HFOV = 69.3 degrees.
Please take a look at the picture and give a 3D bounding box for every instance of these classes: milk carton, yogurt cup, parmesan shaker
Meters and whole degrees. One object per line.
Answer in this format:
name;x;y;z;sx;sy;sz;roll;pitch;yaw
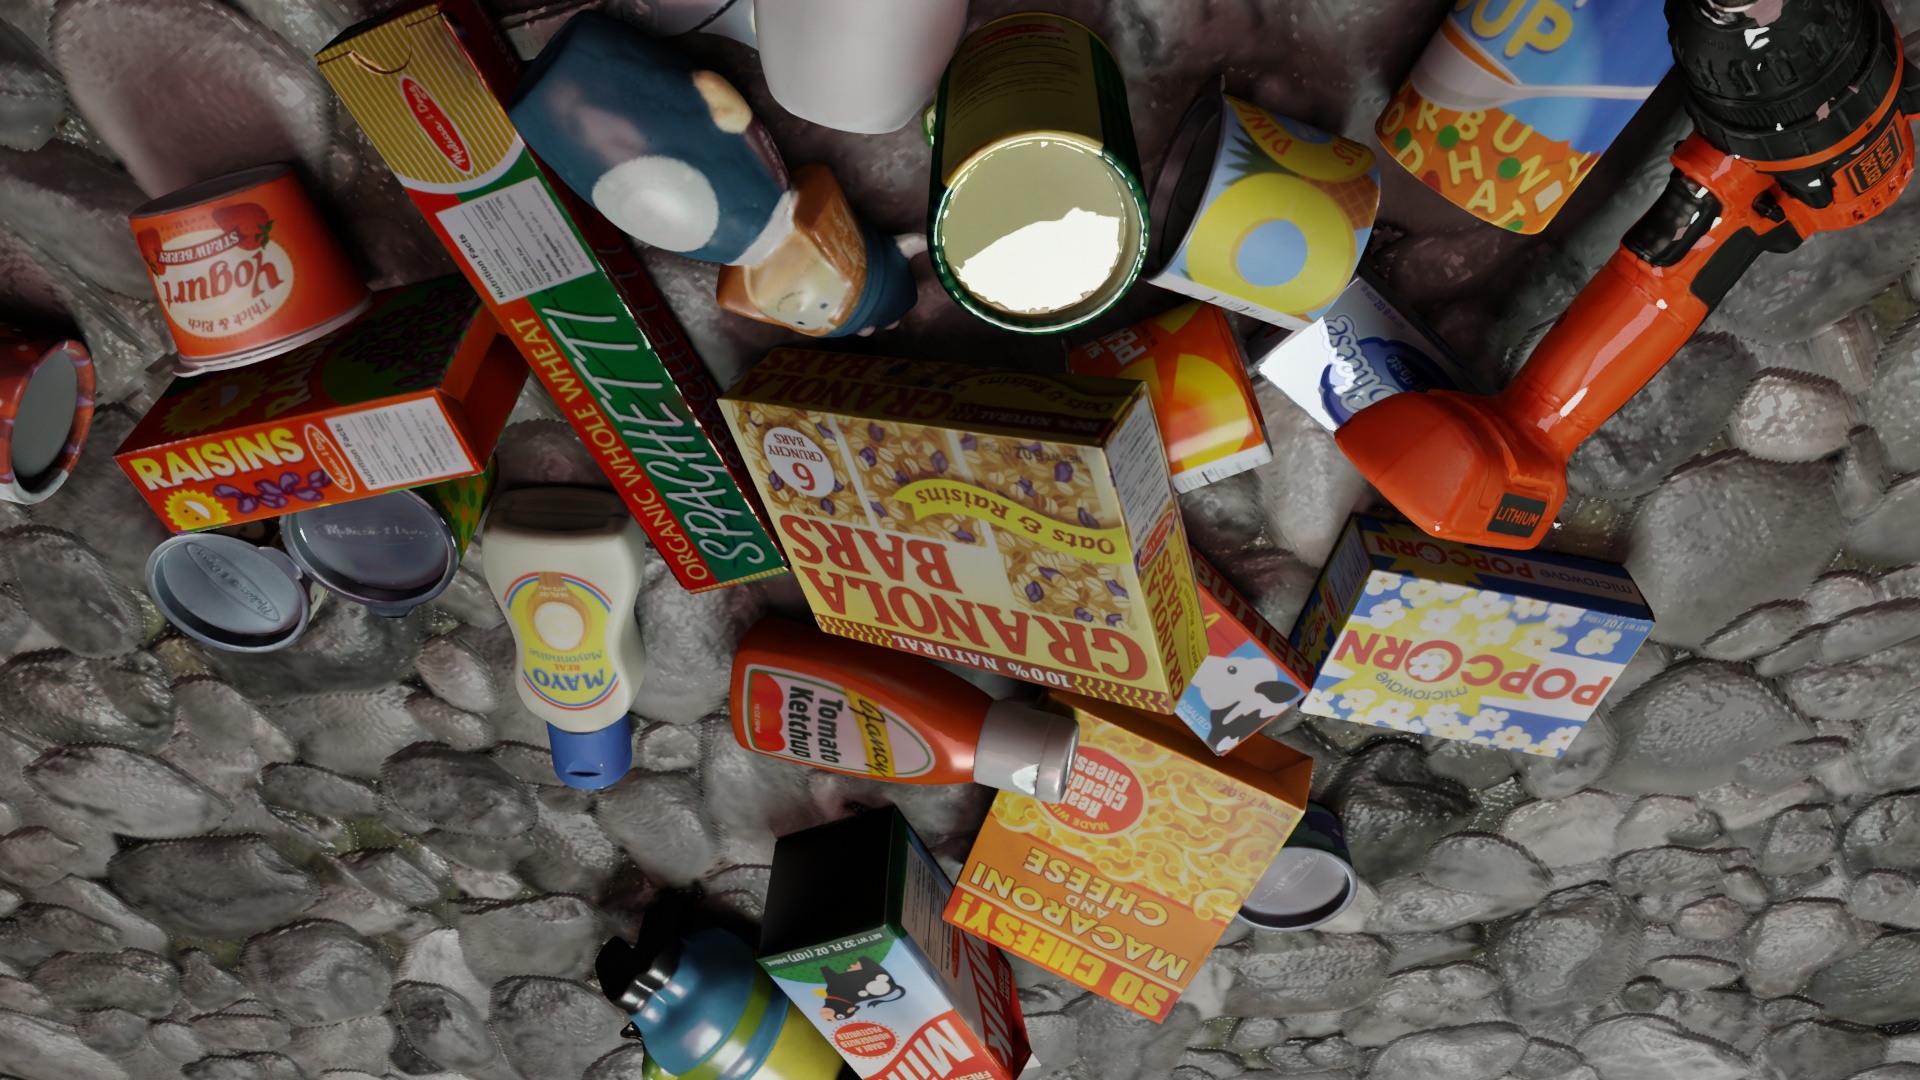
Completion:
milk carton;-0.026;0.233;0.726;0.072;0.074;0.189;-20;125;16
yogurt cup;-0.250;-0.098;0.487;0.072;0.073;0.053;-10;119;9
parmesan shaker;0.021;-0.117;0.438;0.071;0.103;0.071;1;128;1

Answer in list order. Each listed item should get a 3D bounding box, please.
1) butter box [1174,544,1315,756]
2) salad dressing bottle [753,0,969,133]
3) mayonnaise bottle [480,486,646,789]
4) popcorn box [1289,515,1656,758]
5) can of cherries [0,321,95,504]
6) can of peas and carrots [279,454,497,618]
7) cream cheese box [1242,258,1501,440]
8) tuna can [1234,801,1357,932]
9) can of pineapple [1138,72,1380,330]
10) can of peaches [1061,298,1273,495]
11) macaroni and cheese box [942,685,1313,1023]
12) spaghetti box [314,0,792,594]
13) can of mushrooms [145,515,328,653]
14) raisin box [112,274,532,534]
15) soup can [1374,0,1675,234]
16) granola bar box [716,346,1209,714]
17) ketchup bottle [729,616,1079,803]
butter box;0.094;0.038;0.584;0.103;0.024;0.053;44;119;-4
salad dressing bottle;-0.021;-0.195;0.399;0.064;0.044;0.146;13;122;-6
mayonnaise bottle;-0.167;0.046;0.607;0.065;0.041;0.147;2;127;-2
popcorn box;0.215;0.043;0.596;0.127;0.038;0.084;11;128;-7
can of cherries;-0.370;-0.054;0.522;0.058;0.072;0.071;14;127;-9
can of peas and carrots;-0.224;-0.015;0.551;0.071;0.059;0.070;1;128;1
cream cheese box;0.162;-0.058;0.530;0.103;0.024;0.053;35;122;-23
tuna can;0.159;0.161;0.692;0.071;0.033;0.070;1;127;1
can of pineapple;0.099;-0.111;0.464;0.058;0.071;0.070;16;126;-11
can of peaches;0.076;-0.052;0.511;0.058;0.071;0.071;-20;124;16
macaroni and cheese box;0.074;0.143;0.656;0.124;0.040;0.165;24;127;5
spaghetti box;-0.135;-0.077;0.510;0.050;0.029;0.249;-14;129;16
can of mushrooms;-0.302;0.012;0.590;0.071;0.034;0.070;1;127;1
raisin box;-0.225;-0.052;0.505;0.123;0.086;0.040;-10;130;9
soup can;0.178;-0.149;0.432;0.071;0.072;0.083;21;125;-14
granola bar box;0.002;-0.006;0.516;0.165;0.039;0.123;10;135;34
ketchup bottle;-0.024;0.077;0.602;0.149;0.044;0.064;12;124;13
